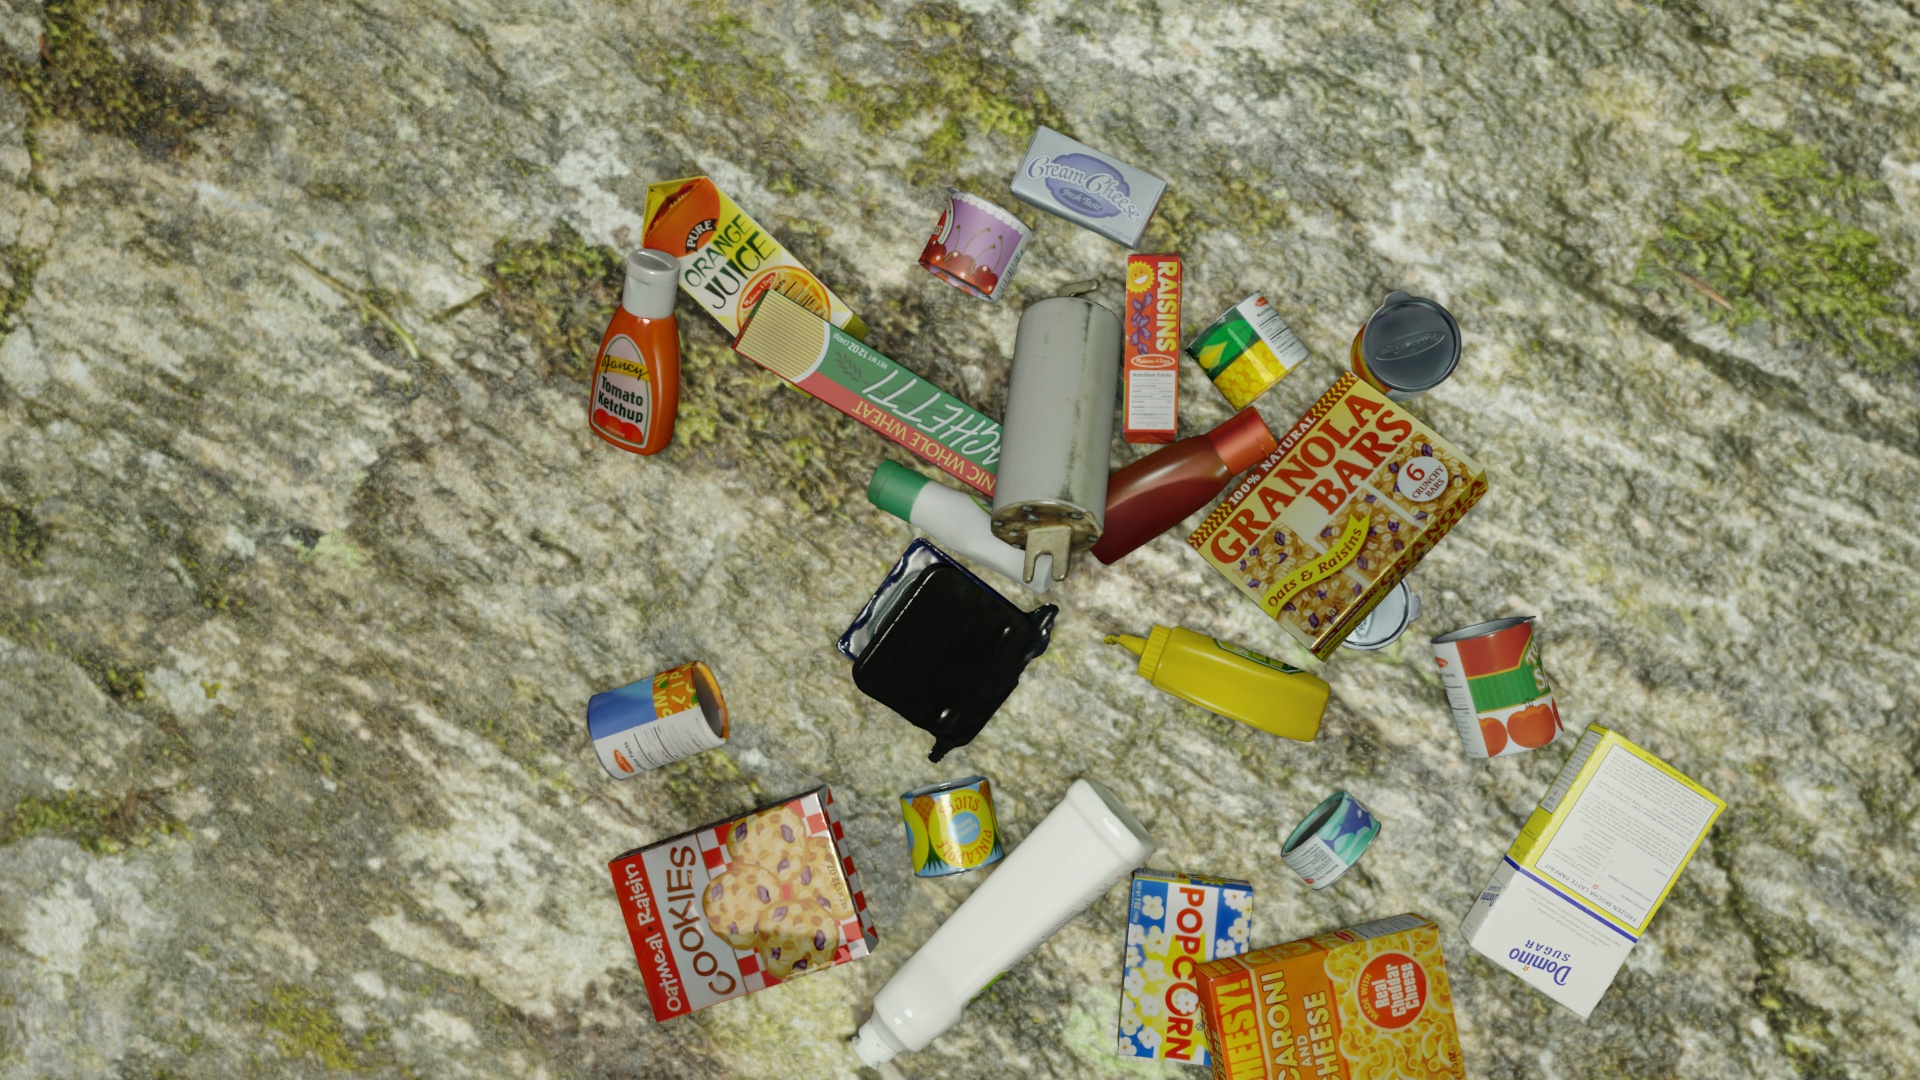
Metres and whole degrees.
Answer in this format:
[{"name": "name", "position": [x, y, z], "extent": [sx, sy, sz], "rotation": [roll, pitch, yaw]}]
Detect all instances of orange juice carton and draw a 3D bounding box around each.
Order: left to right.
[{"name": "orange juice carton", "position": [-0.163, -0.198, 1.021], "extent": [0.193, 0.072, 0.073], "rotation": [43, 93, 6]}]

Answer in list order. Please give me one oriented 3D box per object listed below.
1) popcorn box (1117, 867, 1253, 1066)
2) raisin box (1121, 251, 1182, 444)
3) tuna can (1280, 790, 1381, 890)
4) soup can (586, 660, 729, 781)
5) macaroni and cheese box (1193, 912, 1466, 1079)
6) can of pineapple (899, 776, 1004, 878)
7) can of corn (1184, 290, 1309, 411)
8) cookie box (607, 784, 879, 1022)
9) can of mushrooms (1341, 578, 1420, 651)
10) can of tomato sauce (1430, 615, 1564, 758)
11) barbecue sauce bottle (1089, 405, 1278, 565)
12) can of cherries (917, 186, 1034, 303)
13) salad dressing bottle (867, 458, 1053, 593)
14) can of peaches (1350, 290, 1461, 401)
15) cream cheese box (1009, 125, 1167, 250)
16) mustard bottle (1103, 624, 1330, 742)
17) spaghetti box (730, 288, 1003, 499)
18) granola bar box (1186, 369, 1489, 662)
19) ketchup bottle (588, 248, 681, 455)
[{"name": "popcorn box", "position": [0.158, 0.300, 0.980], "extent": [0.085, 0.038, 0.126], "rotation": [5, 88, 5]}, {"name": "raisin box", "position": [0.135, -0.132, 0.976], "extent": [0.040, 0.086, 0.123], "rotation": [1, 88, 9]}, {"name": "tuna can", "position": [0.257, 0.205, 0.960], "extent": [0.033, 0.071, 0.071], "rotation": [45, 93, 7]}, {"name": "soup can", "position": [-0.221, 0.129, 1.020], "extent": [0.084, 0.071, 0.071], "rotation": [-20, 86, 5]}, {"name": "macaroni and cheese box", "position": [0.251, 0.335, 0.944], "extent": [0.167, 0.040, 0.123], "rotation": [-10, 88, -10]}, {"name": "can of pineapple", "position": [-0.006, 0.203, 0.988], "extent": [0.071, 0.071, 0.058], "rotation": [-12, 87, 6]}, {"name": "can of corn", "position": [0.201, -0.131, 0.980], "extent": [0.071, 0.071, 0.058], "rotation": [-39, 85, 4]}, {"name": "cookie box", "position": [-0.160, 0.266, 1.018], "extent": [0.167, 0.040, 0.123], "rotation": [-19, 86, 6]}, {"name": "can of mushrooms", "position": [0.285, 0.045, 0.978], "extent": [0.071, 0.033, 0.071], "rotation": [0, 87, 7]}, {"name": "can of tomato sauce", "position": [0.369, 0.099, 0.949], "extent": [0.071, 0.071, 0.083], "rotation": [-17, 87, 6]}, {"name": "barbecue sauce bottle", "position": [0.150, -0.041, 0.976], "extent": [0.148, 0.064, 0.044], "rotation": [-31, 51, 11]}, {"name": "can of cherries", "position": [0.009, -0.213, 1.004], "extent": [0.071, 0.071, 0.058], "rotation": [28, 93, 7]}, {"name": "salad dressing bottle", "position": [0.004, -0.013, 1.002], "extent": [0.148, 0.064, 0.044], "rotation": [26, 97, 15]}, {"name": "can of peaches", "position": [0.309, -0.135, 0.970], "extent": [0.071, 0.058, 0.071], "rotation": [0, 88, 8]}, {"name": "cream cheese box", "position": [0.093, -0.258, 1.017], "extent": [0.104, 0.024, 0.053], "rotation": [26, 91, 7]}, {"name": "mustard bottle", "position": [0.177, 0.093, 0.975], "extent": [0.160, 0.065, 0.048], "rotation": [20, 95, 11]}, {"name": "spaghetti box", "position": [-0.039, -0.093, 0.979], "extent": [0.250, 0.029, 0.050], "rotation": [29, 91, -16]}, {"name": "granola bar box", "position": [0.258, -0.018, 0.957], "extent": [0.165, 0.039, 0.124], "rotation": [-47, 57, 3]}, {"name": "ketchup bottle", "position": [-0.231, -0.137, 1.005], "extent": [0.065, 0.044, 0.148], "rotation": [26, 125, 13]}]
